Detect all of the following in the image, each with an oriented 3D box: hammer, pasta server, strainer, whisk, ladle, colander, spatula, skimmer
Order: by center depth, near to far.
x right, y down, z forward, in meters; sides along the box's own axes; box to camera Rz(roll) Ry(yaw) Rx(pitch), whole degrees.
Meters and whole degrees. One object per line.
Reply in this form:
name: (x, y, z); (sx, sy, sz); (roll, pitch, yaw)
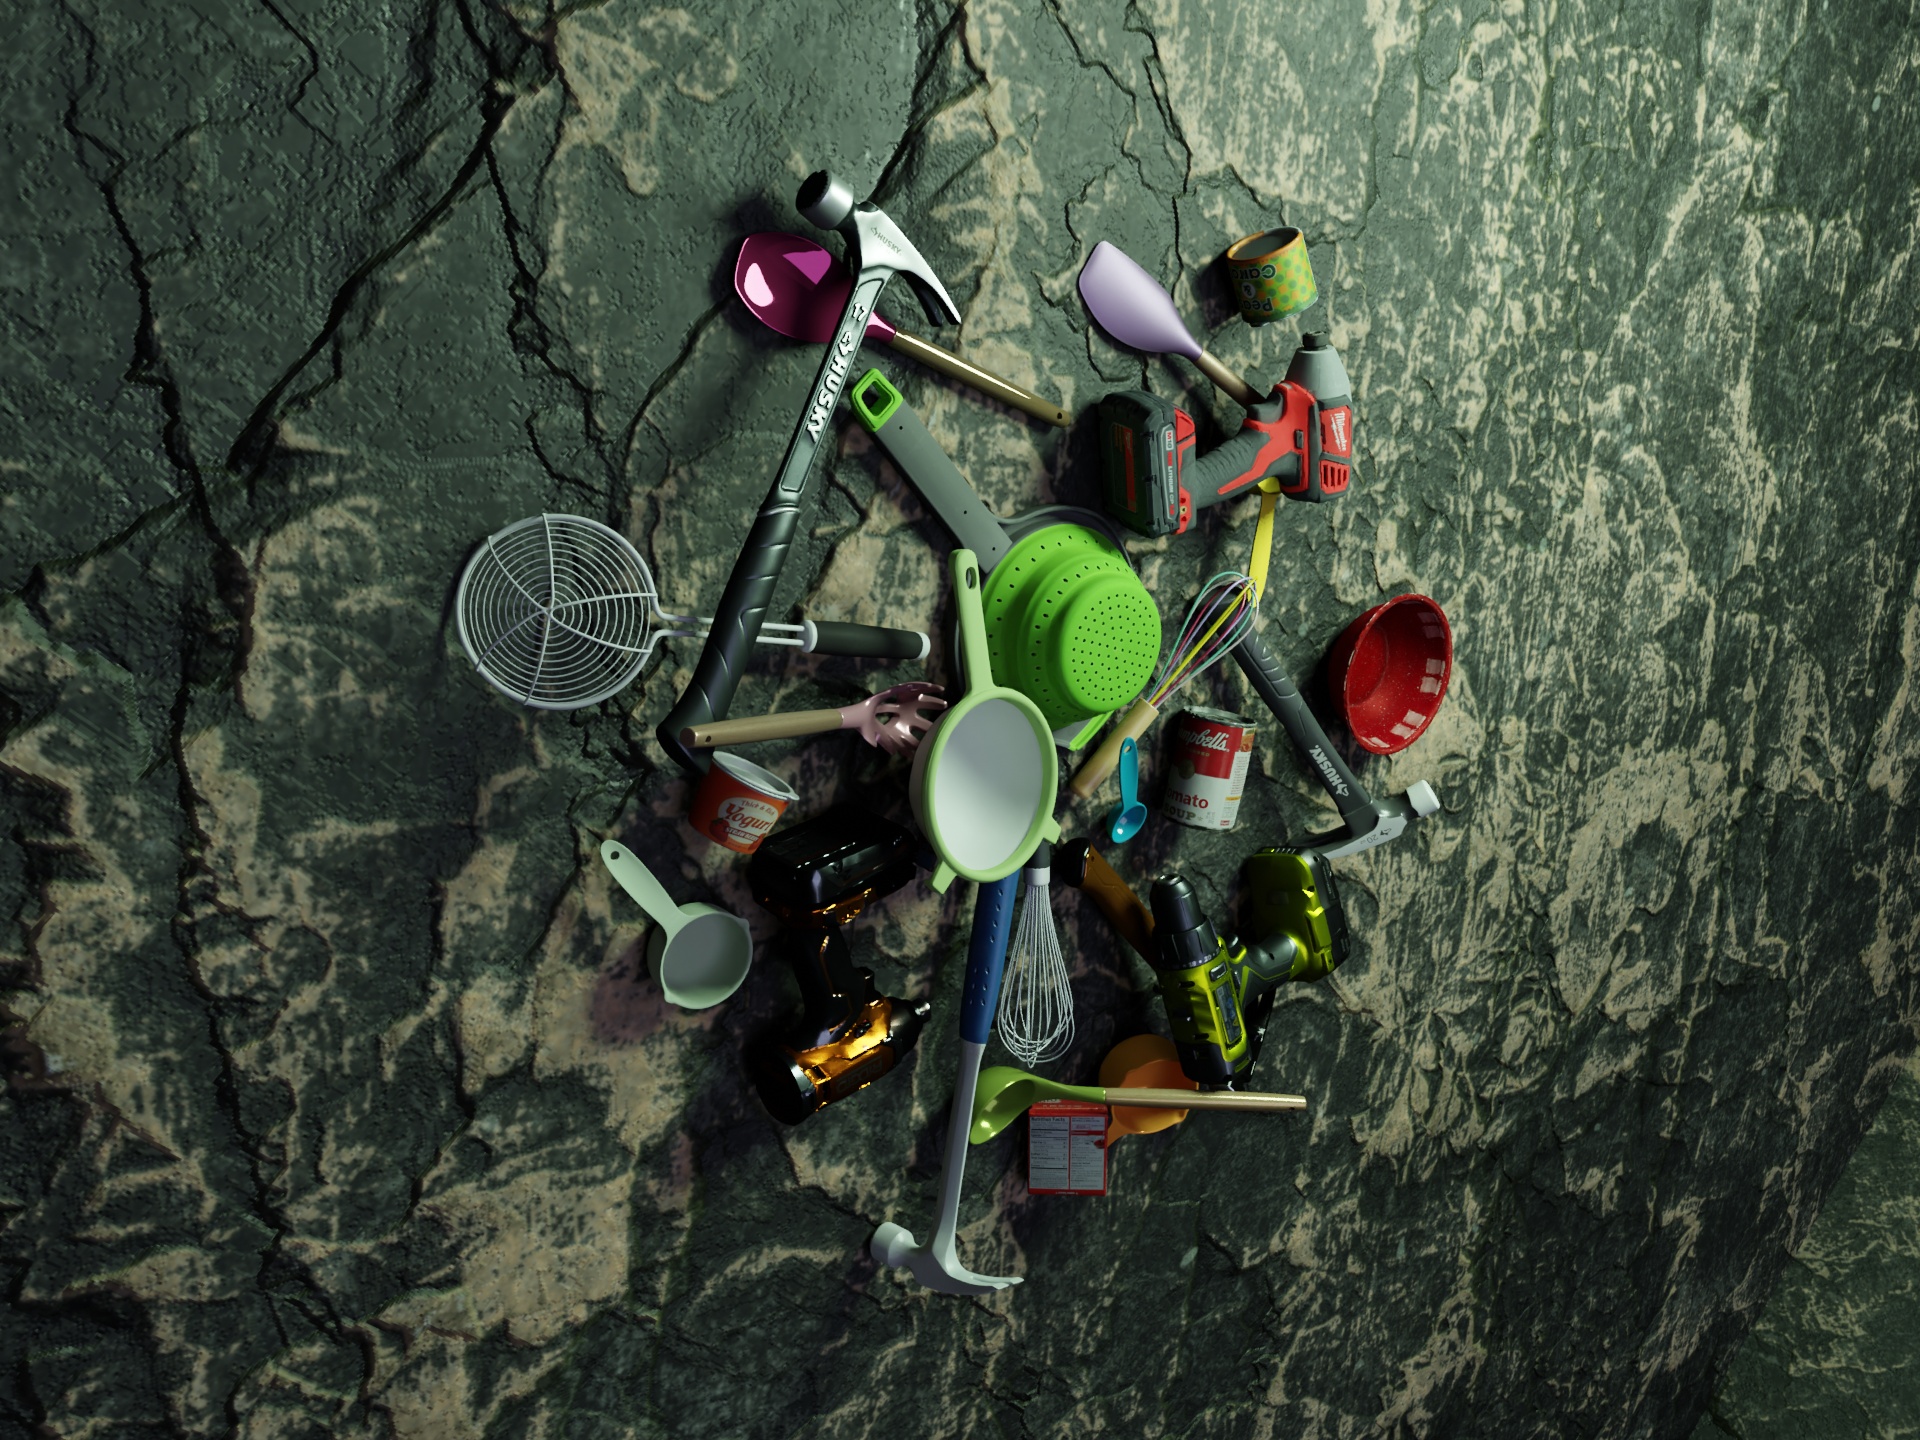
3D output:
hammer: (-0.114, -0.157, 1.082); (0.149, 0.036, 0.409); (29, 76, -42)
pasta server: (-0.097, 0.003, 1.128); (0.316, 0.040, 0.060); (-8, 115, -65)
skimmer: (-0.174, -0.067, 1.130); (0.363, 0.090, 0.127); (2, 95, -48)
strainer: (-0.002, -0.004, 1.223); (0.151, 0.069, 0.256); (-19, 107, -44)
colander: (0.051, -0.118, 1.241); (0.204, 0.095, 0.396); (-51, 128, -13)
hammer: (0.014, 0.280, 1.333); (0.035, 0.144, 0.405); (6, 94, -51)
spatula: (0.215, -0.293, 1.343); (0.315, 0.018, 0.060); (30, 86, -32)
whisk: (0.065, 0.163, 1.371); (0.070, 0.070, 0.284); (-7, 103, -36)
whisk: (0.177, -0.031, 1.377); (0.051, 0.047, 0.245); (38, 92, -21)
ladle: (0.154, 0.344, 1.407); (0.320, 0.062, 0.078); (4, 132, -8)
hammer: (0.193, 0.215, 1.480); (0.336, 0.034, 0.127); (49, 52, -32)
hammer: (0.311, 0.003, 1.489); (0.146, 0.035, 0.334); (-30, 119, 17)

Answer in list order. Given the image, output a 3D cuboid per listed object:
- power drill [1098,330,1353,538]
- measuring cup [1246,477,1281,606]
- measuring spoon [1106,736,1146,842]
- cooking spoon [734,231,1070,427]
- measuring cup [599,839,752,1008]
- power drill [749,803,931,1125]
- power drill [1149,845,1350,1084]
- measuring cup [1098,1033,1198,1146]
power drill: (0.230, -0.238, 1.321); (0.219, 0.079, 0.143); (-16, 117, -21)
measuring cup: (0.261, -0.178, 1.411); (0.062, 0.029, 0.156); (7, 92, -37)
measuring spoon: (0.141, 0.056, 1.393); (0.042, 0.021, 0.128); (-31, 139, -23)
cooking spoon: (-0.033, -0.276, 1.177); (0.318, 0.017, 0.069); (17, 86, -39)
measuring cup: (-0.217, 0.140, 1.157); (0.083, 0.038, 0.167); (-45, 124, -18)
power drill: (-0.086, 0.187, 1.242); (0.164, 0.084, 0.226); (-20, 120, -42)
power drill: (0.261, 0.202, 1.476); (0.228, 0.080, 0.190); (-26, 105, -43)
measuring cup: (0.142, 0.366, 1.500); (0.173, 0.052, 0.095); (-42, 122, 8)
